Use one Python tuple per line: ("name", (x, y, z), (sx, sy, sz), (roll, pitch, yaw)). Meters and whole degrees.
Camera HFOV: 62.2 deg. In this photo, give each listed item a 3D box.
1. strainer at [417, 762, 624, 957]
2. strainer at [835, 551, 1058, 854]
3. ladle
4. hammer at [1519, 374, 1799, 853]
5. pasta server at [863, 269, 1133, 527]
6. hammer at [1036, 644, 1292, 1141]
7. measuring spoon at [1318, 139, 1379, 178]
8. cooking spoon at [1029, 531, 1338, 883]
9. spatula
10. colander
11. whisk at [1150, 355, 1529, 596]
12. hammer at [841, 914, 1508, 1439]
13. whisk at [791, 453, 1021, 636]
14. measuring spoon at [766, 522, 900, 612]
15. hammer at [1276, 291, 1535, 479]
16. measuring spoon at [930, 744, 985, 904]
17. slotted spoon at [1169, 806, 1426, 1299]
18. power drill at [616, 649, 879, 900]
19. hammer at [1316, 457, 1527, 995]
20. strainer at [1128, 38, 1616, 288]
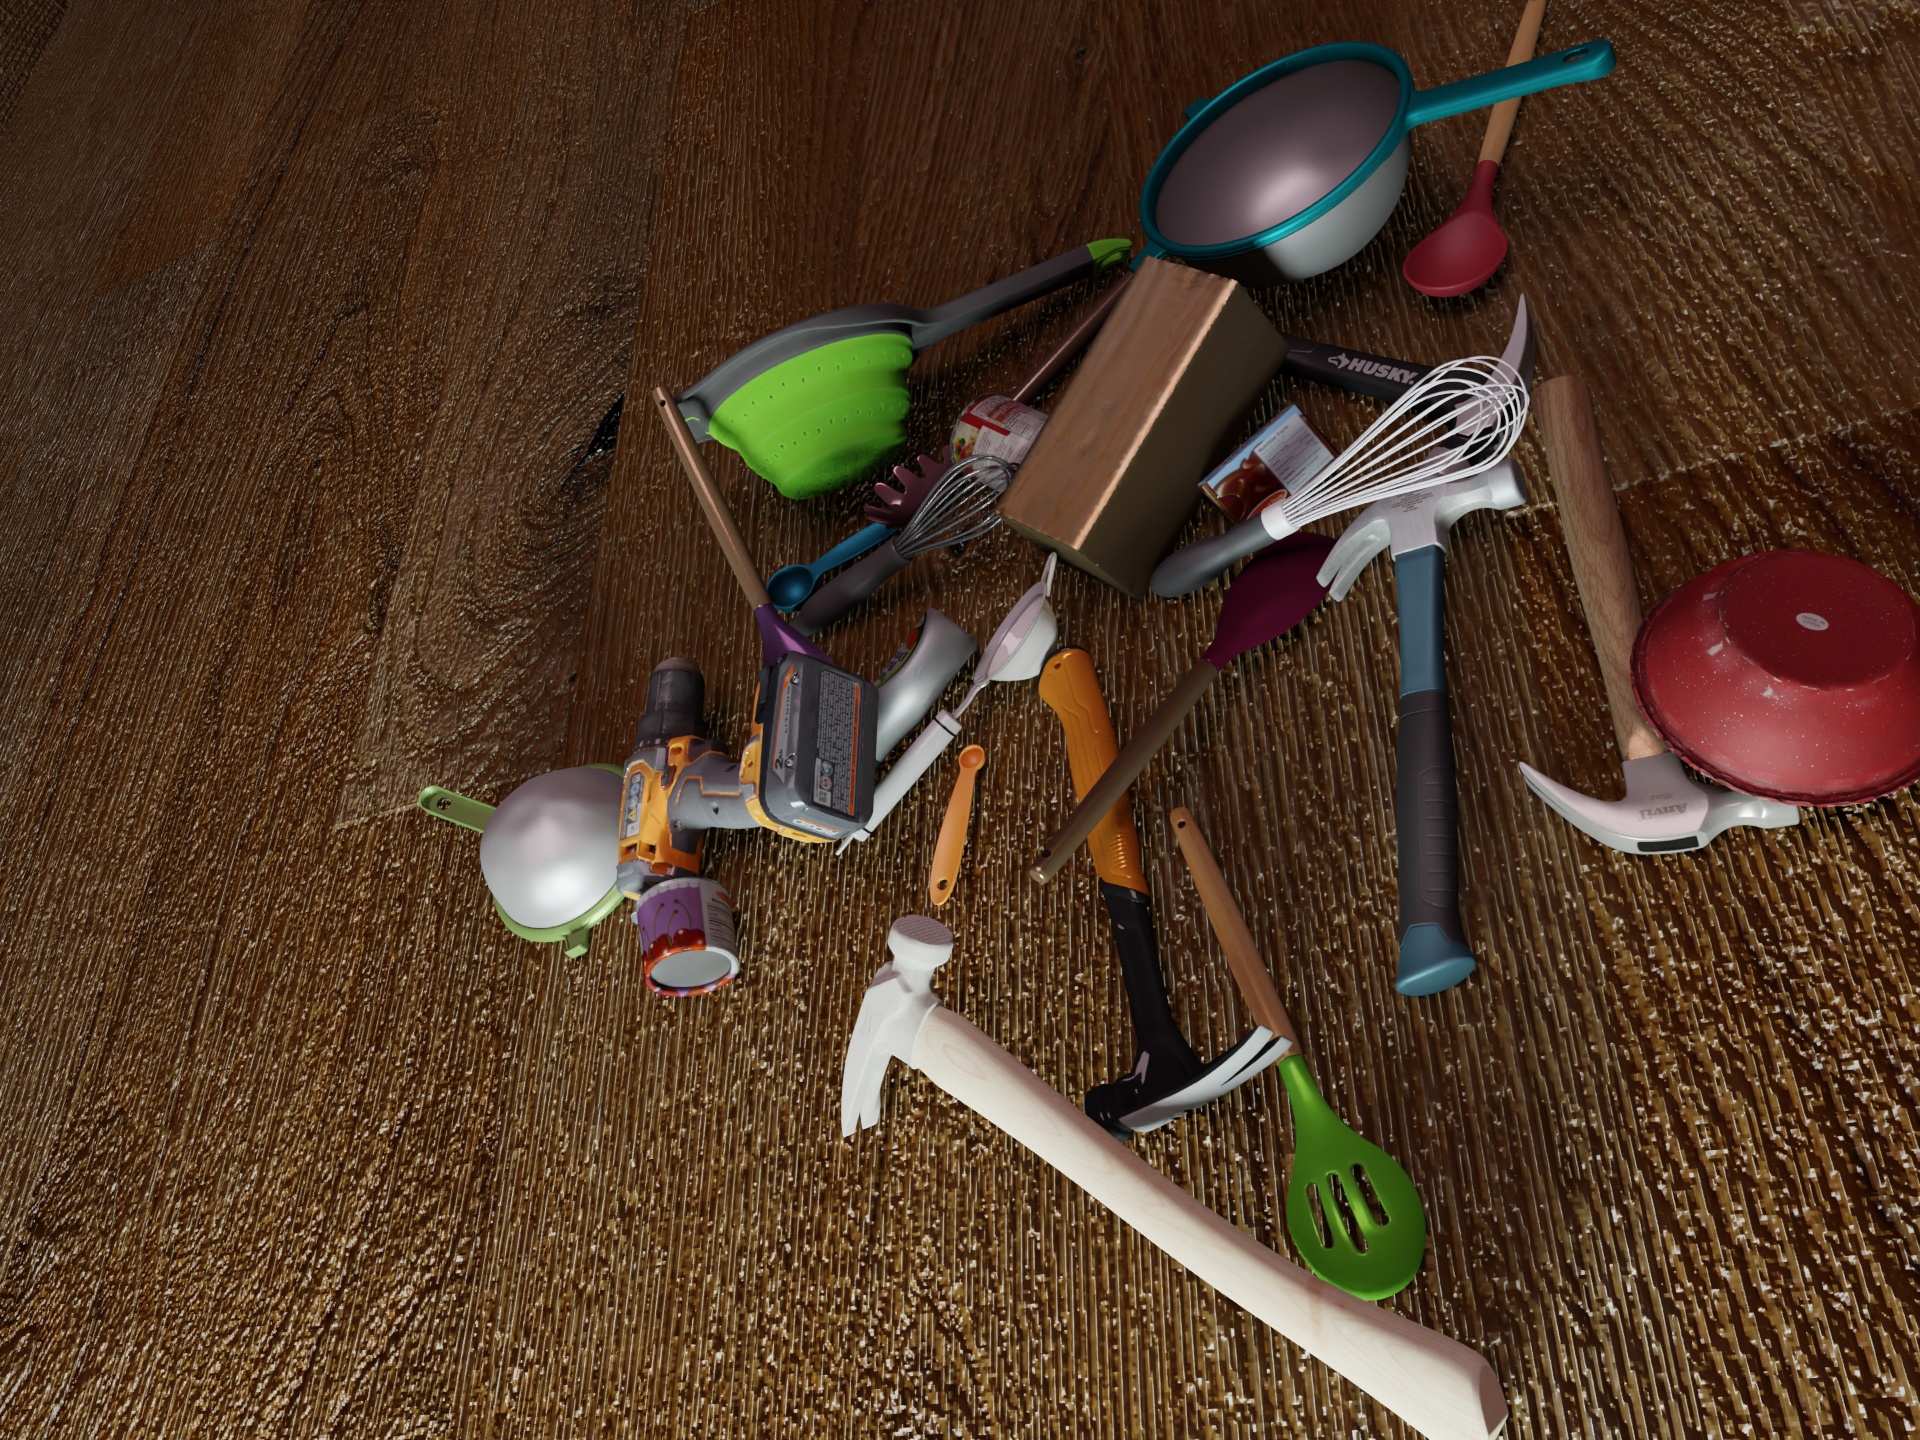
("strainer", (-0.356, 0.077, 1.243), (0.256, 0.069, 0.151), (14, 69, 34))
("strainer", (-0.002, -0.004, 1.108), (0.258, 0.050, 0.087), (-49, 12, 3))
("ladle", (0.387, -0.421, 1.154), (0.069, 0.031, 0.315), (8, 64, 31))
("hammer", (0.379, -0.073, 0.934), (0.130, 0.031, 0.332), (-14, 55, 22))
("pasta server", (0.046, -0.262, 1.243), (0.040, 0.060, 0.316), (41, 82, 10))
("hammer", (0.103, 0.082, 0.983), (0.127, 0.034, 0.337), (-35, 46, 27))
("measuring spoon", (0.286, -0.444, 1.238), (0.124, 0.018, 0.034), (45, 111, 47))
("cooking spoon", (0.142, -0.017, 1.003), (0.069, 0.017, 0.319), (20, 59, 41))
("spatula", (-0.155, -0.108, 1.174), (0.060, 0.018, 0.316), (-28, 84, 13))
("colander", (-0.032, -0.270, 1.258), (0.397, 0.204, 0.094), (-23, 85, -4))
("whisk", (0.229, -0.141, 1.007), (0.284, 0.070, 0.070), (-28, 47, 40))
("hammer", (0.096, 0.265, 0.862), (0.411, 0.038, 0.146), (29, 111, 33))
("whisk", (-0.044, -0.124, 1.176), (0.239, 0.055, 0.055), (-33, 47, 32))
("measuring spoon", (-0.094, -0.123, 1.257), (0.128, 0.021, 0.042), (-32, 53, -3))
("hammer", (0.244, -0.262, 1.131), (0.335, 0.035, 0.146), (27, 78, 39))
("measuring spoon", (-0.001, 0.071, 1.081), (0.021, 0.011, 0.117), (0, 65, 30))
("slotted spoon", (0.175, 0.172, 0.902), (0.070, 0.031, 0.314), (-30, 49, 14))
("power drill", (-0.159, 0.020, 1.124), (0.226, 0.084, 0.185), (-21, 58, 41))
("hammer", (0.275, -0.001, 0.939), (0.128, 0.033, 0.331), (-14, 57, 35))
("strainer", (0.295, -0.391, 1.127), (0.340, 0.095, 0.211), (-4, 54, 37))
